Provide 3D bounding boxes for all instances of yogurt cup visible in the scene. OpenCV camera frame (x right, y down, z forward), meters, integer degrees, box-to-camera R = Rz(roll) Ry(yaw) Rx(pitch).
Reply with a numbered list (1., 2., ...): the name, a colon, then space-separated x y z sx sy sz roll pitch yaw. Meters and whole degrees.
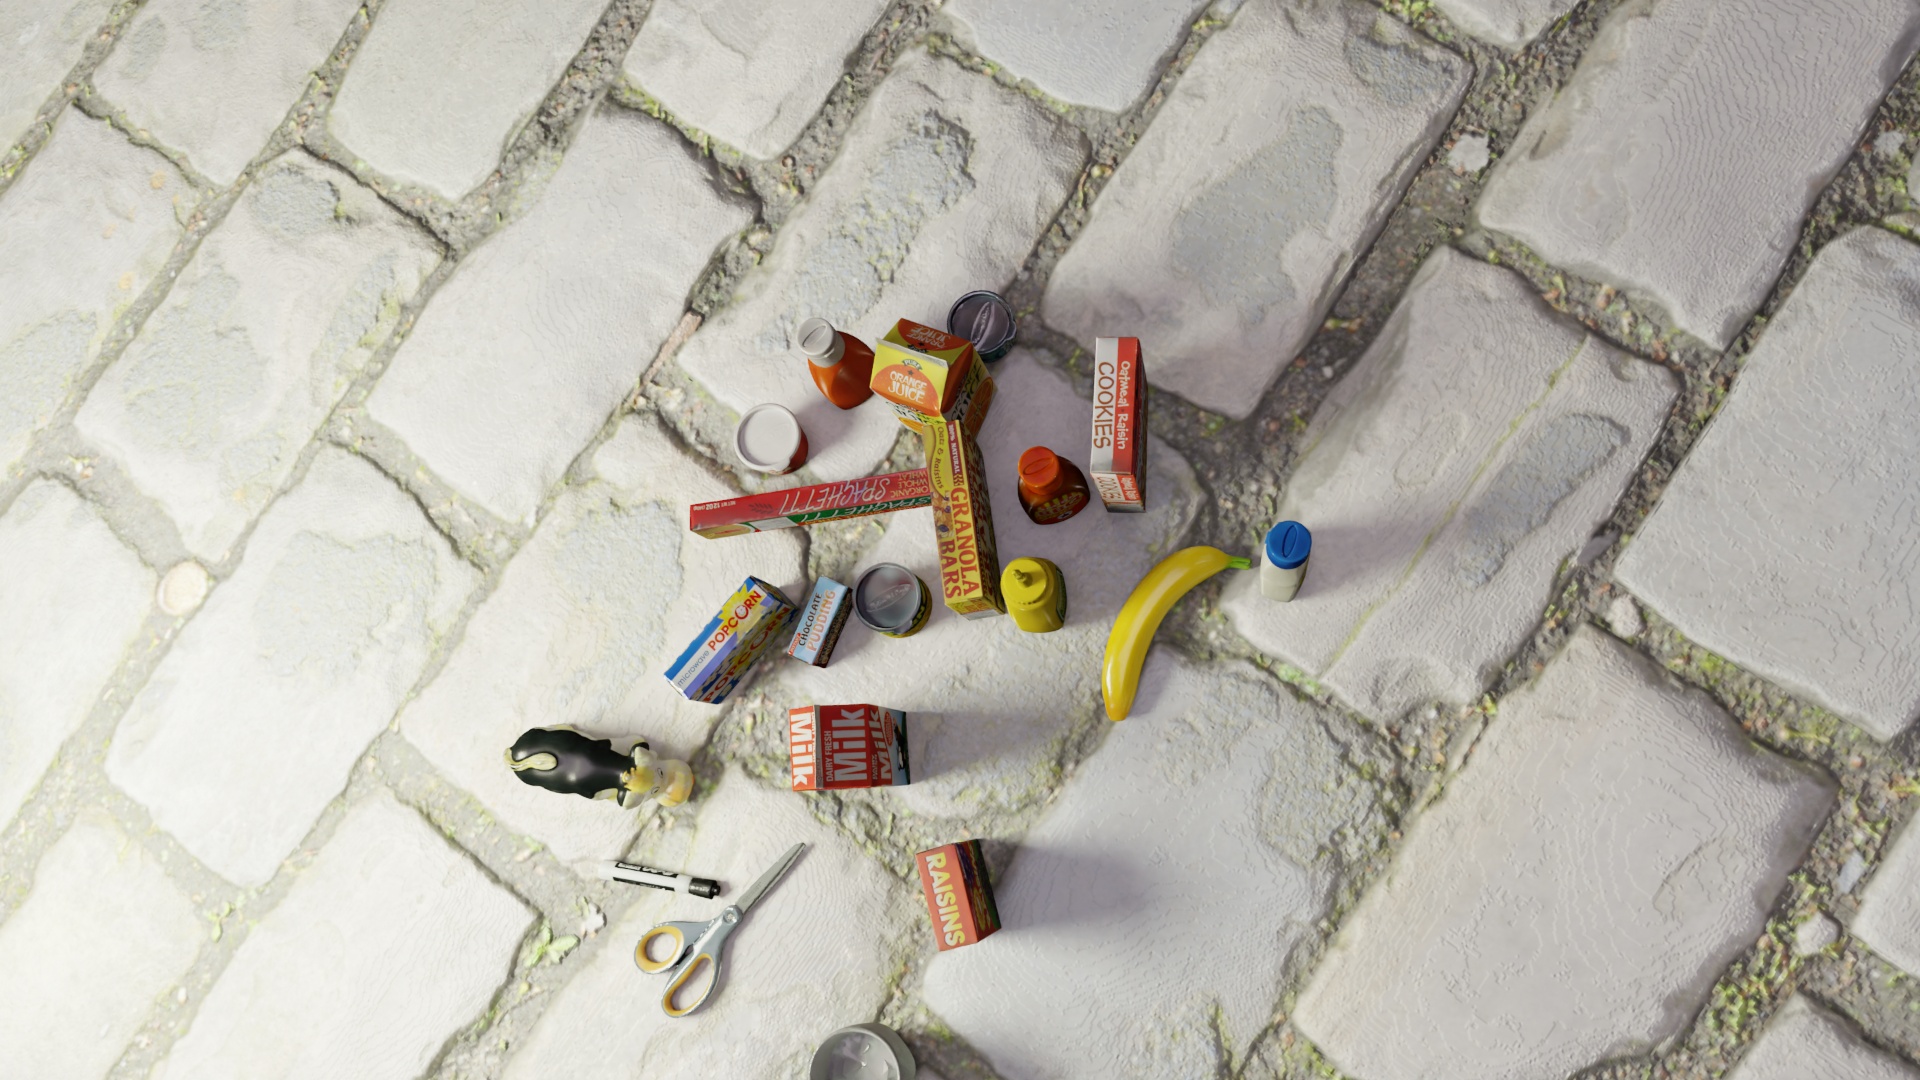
1. yogurt cup: -0.184 -0.097 1.374 0.072 0.054 0.072 -2 79 10

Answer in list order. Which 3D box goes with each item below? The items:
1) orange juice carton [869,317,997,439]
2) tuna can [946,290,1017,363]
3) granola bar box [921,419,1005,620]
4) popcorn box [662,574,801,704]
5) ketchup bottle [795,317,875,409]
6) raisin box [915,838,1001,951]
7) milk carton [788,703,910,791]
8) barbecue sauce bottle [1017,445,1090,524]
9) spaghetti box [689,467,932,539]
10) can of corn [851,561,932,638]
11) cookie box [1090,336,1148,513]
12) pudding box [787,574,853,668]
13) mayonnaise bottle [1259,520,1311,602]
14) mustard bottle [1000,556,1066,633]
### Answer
1. orange juice carton: -0.026 -0.147 1.282 0.072 0.192 0.073 22 84 14
2. tuna can: 0.024 -0.209 1.368 0.071 0.033 0.071 -2 79 10
3. granola bar box: 0.005 -0.016 1.286 0.039 0.124 0.166 -10 78 9
4. popcorn box: -0.217 0.097 1.326 0.038 0.085 0.127 41 89 15
5. ketchup bottle: -0.117 -0.171 1.327 0.065 0.148 0.043 -43 75 1
6. raisin box: 0.000 0.310 1.223 0.040 0.123 0.086 -16 77 8
7. milk carton: -0.101 0.185 1.232 0.073 0.190 0.072 -6 79 10
8. barbecue sauce bottle: 0.080 -0.052 1.266 0.065 0.148 0.044 -25 76 5
9. spaghetti box: -0.138 -0.035 1.355 0.250 0.050 0.029 -8 78 9
10. can of corn: -0.062 0.060 1.318 0.071 0.058 0.071 -2 79 10
11. cookie box: 0.147 -0.100 1.254 0.040 0.167 0.123 1 80 11
12. pudding box: -0.132 0.078 1.332 0.030 0.049 0.084 22 84 14
13. mayonnaise bottle: 0.285 0.014 1.215 0.041 0.148 0.065 16 83 13
14. mustard bottle: 0.065 0.045 1.244 0.049 0.160 0.065 -3 79 10
